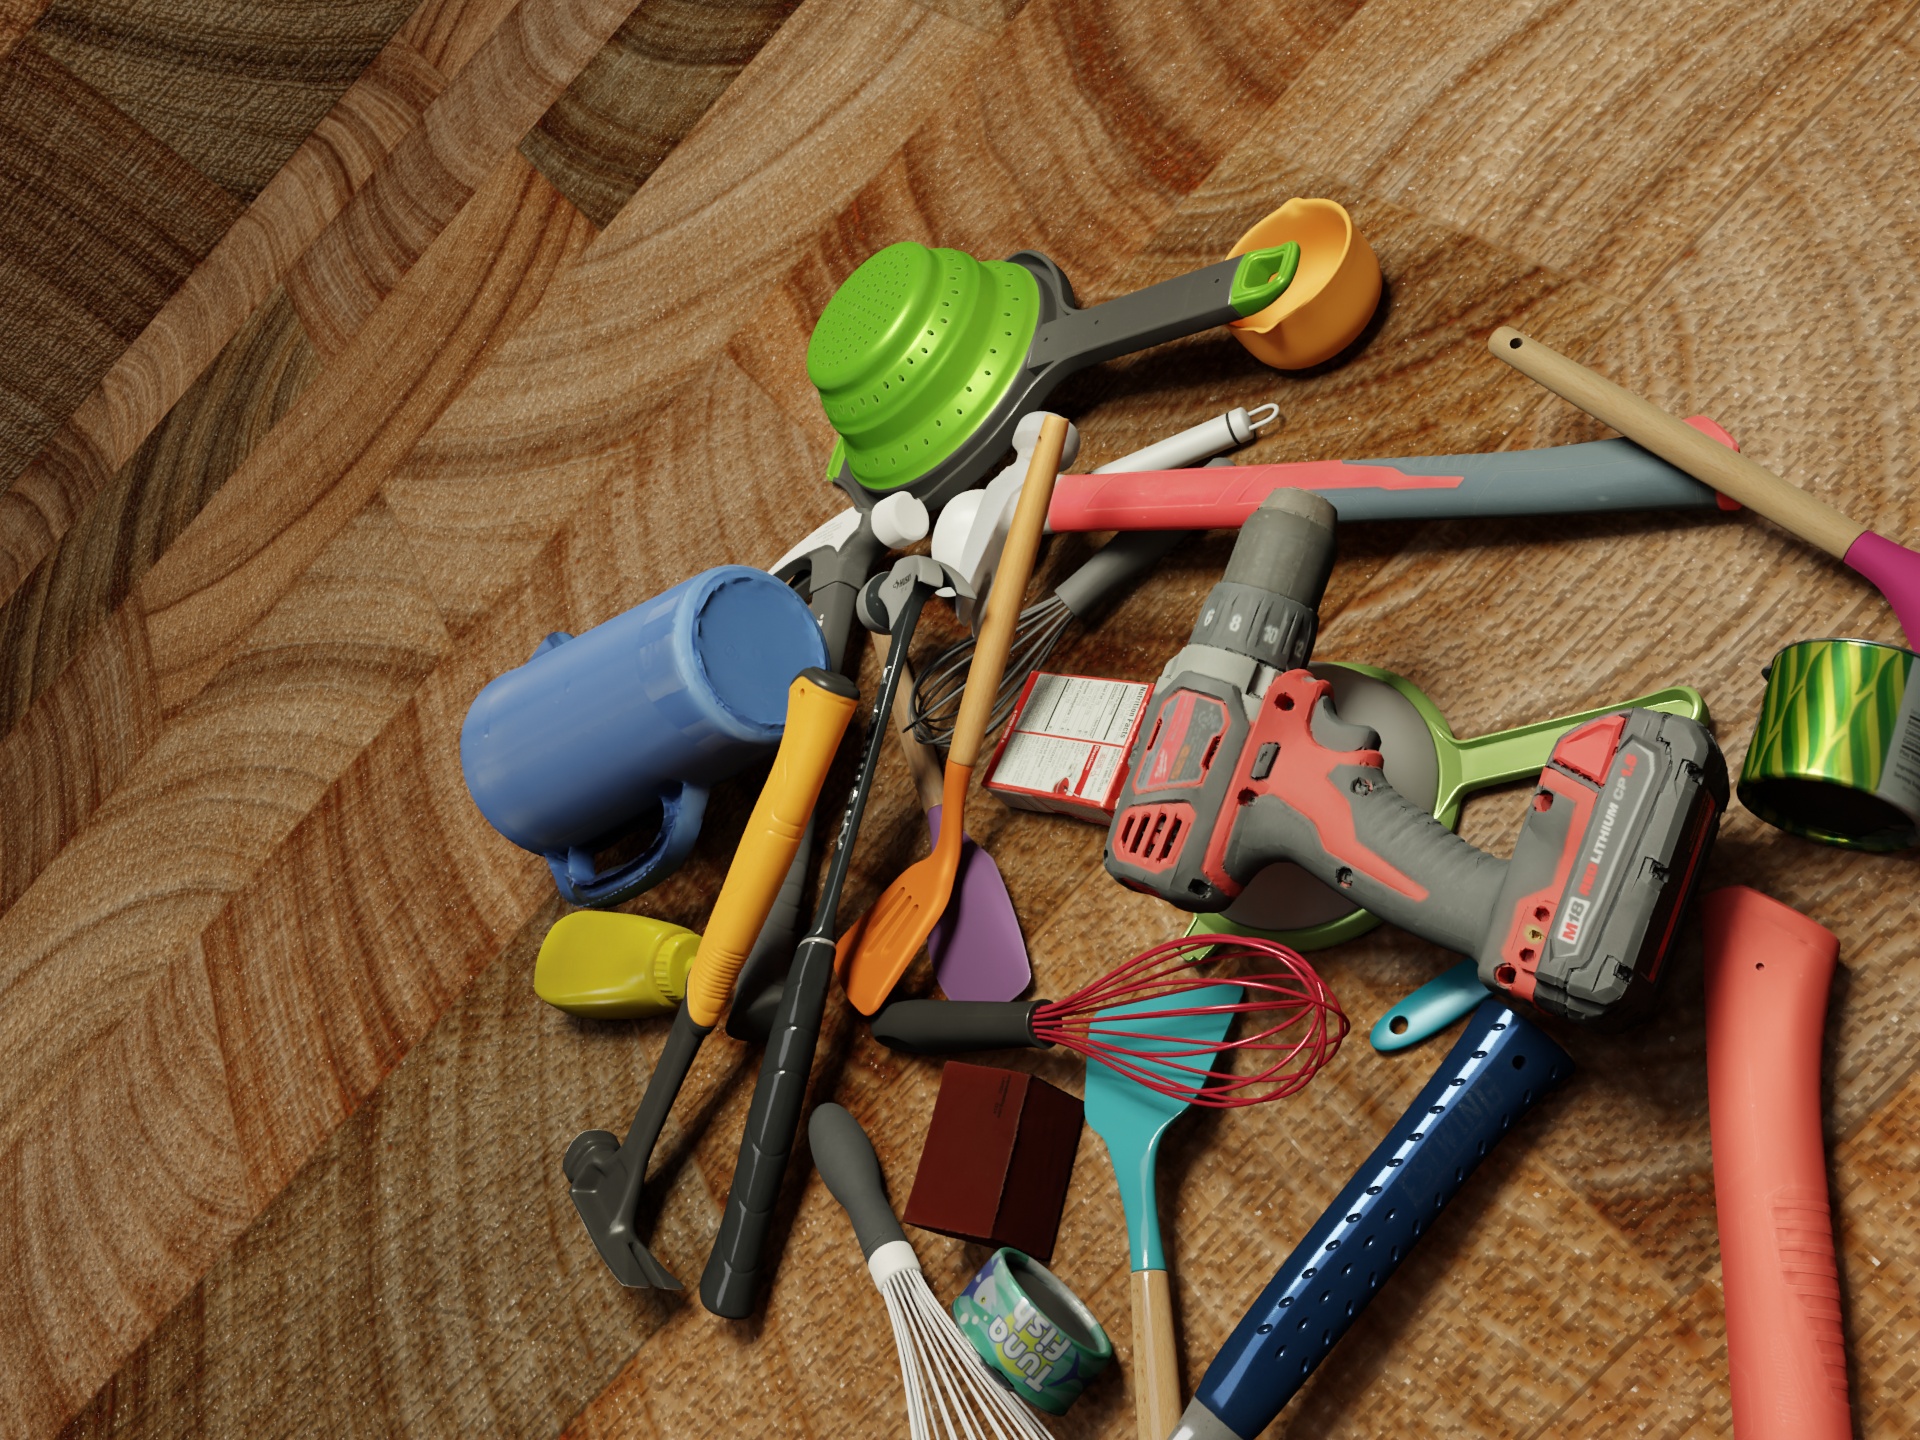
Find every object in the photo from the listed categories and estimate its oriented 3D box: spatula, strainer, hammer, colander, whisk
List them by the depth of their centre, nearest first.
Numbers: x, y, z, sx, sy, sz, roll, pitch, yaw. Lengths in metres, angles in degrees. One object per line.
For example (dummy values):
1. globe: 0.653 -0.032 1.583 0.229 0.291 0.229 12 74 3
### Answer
1. hammer: 0.265 0.228 0.528 0.149 0.036 0.359 -12 56 35
2. hammer: 0.087 0.269 0.602 0.144 0.035 0.405 39 82 15
3. spatula: 0.088 0.260 0.668 0.082 0.044 0.318 -19 56 30
4. strainer: 0.191 0.014 0.710 0.256 0.069 0.152 -16 53 34
5. whisk: -0.018 0.275 0.726 0.070 0.070 0.285 -45 39 7
6. whisk: 0.052 0.140 0.731 0.296 0.073 0.073 -14 53 48
7. hammer: 0.175 -0.101 0.791 0.386 0.038 0.143 3 60 34
8. spatula: -0.001 -0.003 0.830 0.081 0.041 0.322 -139 62 -66
9. hammer: -0.069 0.104 0.838 0.149 0.036 0.409 161 125 -72
10. hammer: -0.127 0.132 0.851 0.127 0.034 0.337 34 103 55
11. whisk: 0.061 -0.066 0.893 0.239 0.055 0.055 -40 44 6
12. spatula: -0.020 0.035 0.912 0.059 0.018 0.316 -40 44 23
13. strainer: 0.067 -0.135 0.940 0.258 0.050 0.087 -20 37 25
14. hammer: -0.098 0.027 0.961 0.146 0.035 0.335 -19 54 45
15. colander: 0.022 -0.243 0.963 0.397 0.094 0.205 -5 59 49

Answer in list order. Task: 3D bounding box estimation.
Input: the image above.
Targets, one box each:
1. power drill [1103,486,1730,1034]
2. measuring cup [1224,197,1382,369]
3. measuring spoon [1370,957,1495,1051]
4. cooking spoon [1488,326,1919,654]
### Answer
1. power drill: 0.180 0.010 0.640 0.227 0.080 0.188 18 85 34
2. measuring cup: 0.162 -0.235 0.919 0.174 0.052 0.095 -10 56 45
3. measuring spoon: 0.222 0.098 0.661 0.128 0.021 0.042 -37 44 13
4. cooking spoon: 0.340 -0.084 0.646 0.069 0.017 0.319 -48 55 4
